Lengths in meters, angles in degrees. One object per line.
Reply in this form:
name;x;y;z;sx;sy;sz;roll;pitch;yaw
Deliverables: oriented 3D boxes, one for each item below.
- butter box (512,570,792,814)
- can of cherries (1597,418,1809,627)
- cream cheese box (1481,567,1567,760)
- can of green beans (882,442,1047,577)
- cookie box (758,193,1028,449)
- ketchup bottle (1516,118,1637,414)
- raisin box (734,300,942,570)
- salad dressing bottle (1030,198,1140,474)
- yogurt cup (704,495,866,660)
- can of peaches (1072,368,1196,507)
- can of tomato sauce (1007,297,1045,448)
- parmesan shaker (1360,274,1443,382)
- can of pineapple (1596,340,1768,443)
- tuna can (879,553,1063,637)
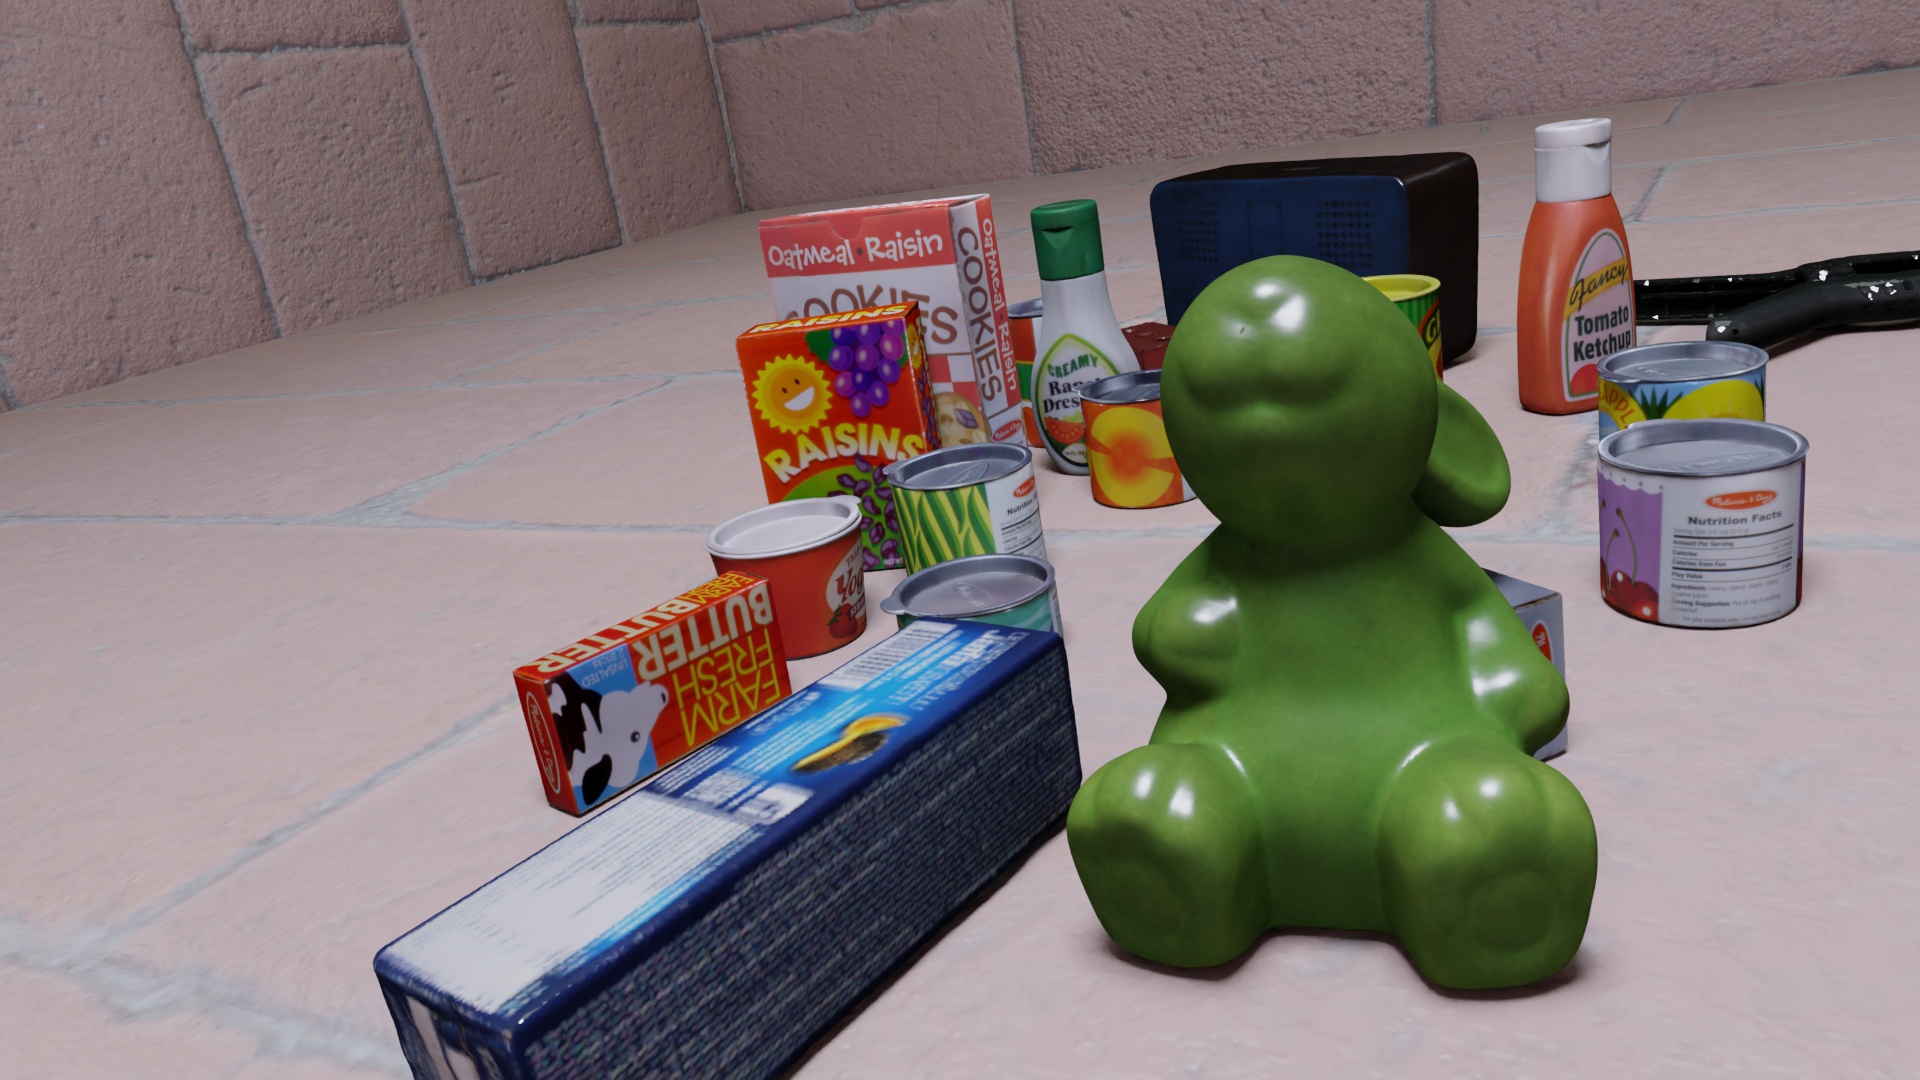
butter box;-0.111;0.054;0.516;0.024;0.053;0.104;7;24;42
can of cherries;0.266;-0.008;0.501;0.071;0.058;0.072;-9;18;3
cream cheese box;0.148;0.031;0.452;0.024;0.053;0.104;-17;19;-20
can of green beans;0.004;-0.008;0.633;0.071;0.057;0.071;-9;18;3
cookie box;-0.032;-0.089;0.719;0.123;0.166;0.040;3;22;34
ketchup bottle;0.325;-0.145;0.735;0.065;0.148;0.043;-16;19;-18
raisin box;-0.053;-0.048;0.678;0.086;0.123;0.040;-6;18;12
salad dressing bottle;0.066;-0.112;0.770;0.064;0.147;0.044;-2;19;22
yogurt cup;-0.072;0.017;0.604;0.072;0.053;0.072;-9;18;3
can of peaches;0.096;-0.054;0.723;0.071;0.058;0.071;-9;18;3
can of tomato sauce;0.063;-0.106;0.855;0.071;0.082;0.071;-9;18;3
parmesan shaker;0.188;-0.065;0.639;0.071;0.102;0.071;-9;18;3
can of pineapple;0.313;-0.051;0.607;0.071;0.057;0.071;-9;18;3
tuna can;0.005;0.032;0.553;0.071;0.032;0.071;-9;18;3
